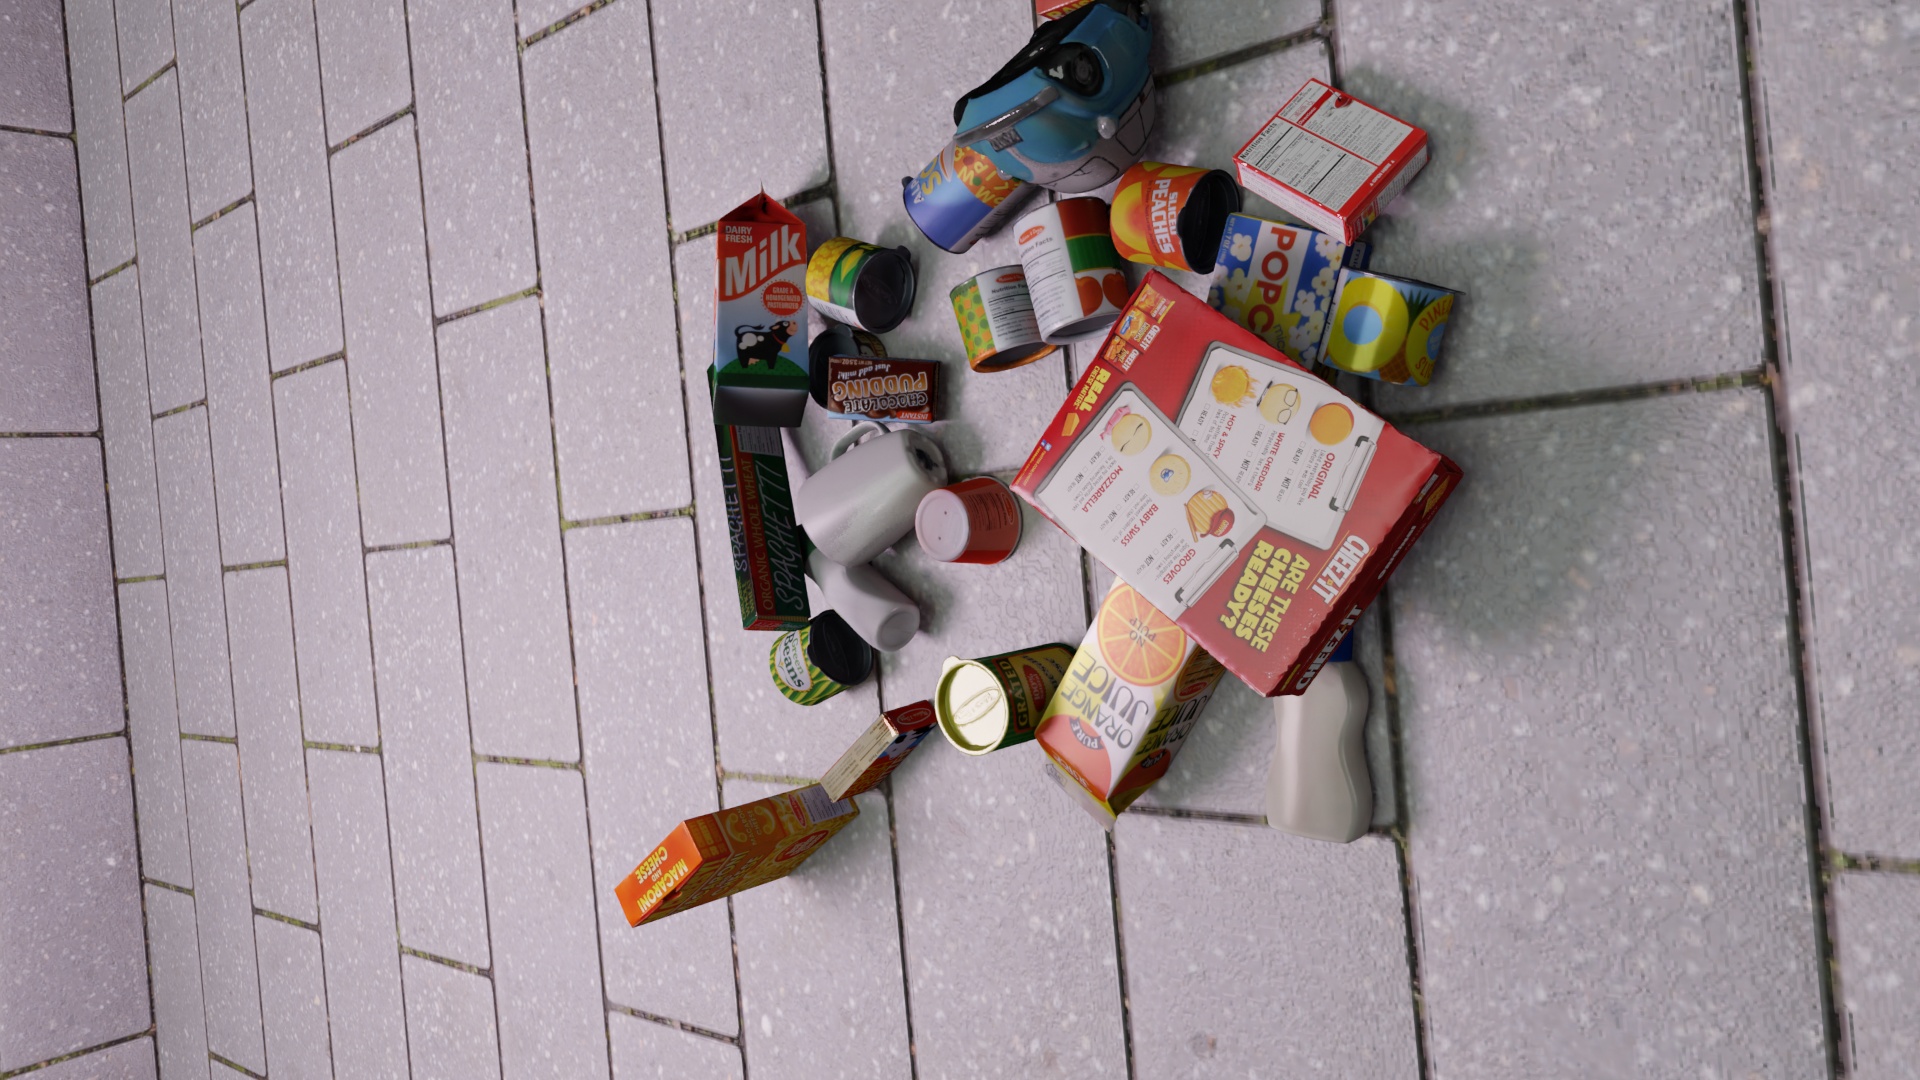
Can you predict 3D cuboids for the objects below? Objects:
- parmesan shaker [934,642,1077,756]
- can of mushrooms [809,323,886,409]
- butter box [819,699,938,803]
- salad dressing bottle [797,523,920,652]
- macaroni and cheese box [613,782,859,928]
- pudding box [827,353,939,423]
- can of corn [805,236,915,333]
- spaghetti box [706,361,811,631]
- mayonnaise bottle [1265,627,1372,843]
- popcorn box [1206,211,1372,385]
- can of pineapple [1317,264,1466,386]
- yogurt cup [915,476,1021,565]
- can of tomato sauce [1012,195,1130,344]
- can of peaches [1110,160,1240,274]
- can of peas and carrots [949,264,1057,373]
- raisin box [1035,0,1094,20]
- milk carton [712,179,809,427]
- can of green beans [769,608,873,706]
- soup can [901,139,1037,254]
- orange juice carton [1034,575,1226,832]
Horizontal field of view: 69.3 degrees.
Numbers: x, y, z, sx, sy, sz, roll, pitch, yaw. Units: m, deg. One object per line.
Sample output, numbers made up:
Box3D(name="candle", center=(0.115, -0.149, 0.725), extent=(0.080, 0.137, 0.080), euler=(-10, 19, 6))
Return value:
Box3D(name="parmesan shaker", center=(0.039, 0.107, 0.983), extent=(0.071, 0.103, 0.071), euler=(5, 97, 41))
Box3D(name="can of mushrooms", center=(-0.091, -0.140, 1.124), extent=(0.071, 0.033, 0.071), euler=(4, 96, 42))
Box3D(name="butter box", center=(-0.065, 0.169, 1.113), extent=(0.103, 0.053, 0.024), euler=(-49, 66, 33))
Box3D(name="salad dressing bottle", center=(-0.091, 0.034, 1.123), extent=(0.148, 0.064, 0.044), euler=(39, 106, 42))
Box3D(name="macaroni and cheese box", center=(-0.183, 0.256, 1.146), extent=(0.123, 0.167, 0.040), euler=(-45, 66, 35))
Box3D(name="pudding box", center=(-0.060, -0.117, 1.075), extent=(0.084, 0.030, 0.049), euler=(5, 100, 7))
Box3D(name="can of corn", center=(-0.077, -0.203, 1.086), extent=(0.058, 0.071, 0.071), euler=(23, 109, 38))
Box3D(name="spaghetti box", center=(-0.169, -0.041, 1.150), extent=(0.028, 0.050, 0.251), euler=(-40, 54, 46))
Box3D(name="mayonnaise bottle", center=(0.224, 0.109, 0.863), extent=(0.065, 0.041, 0.148), euler=(5, 95, 40))
Box3D(name="popcorn box", center=(0.196, -0.134, 0.869), extent=(0.085, 0.038, 0.126), euler=(23, 108, 36))
Box3D(name="can of pineapple", center=(0.248, -0.124, 0.806), extent=(0.071, 0.071, 0.057), euler=(24, 110, 37))
Box3D(name="yogurt cup", center=(0.004, -0.013, 1.037), extent=(0.072, 0.054, 0.072), euler=(5, 97, 40))
Box3D(name="can of tomato sauce", center=(0.079, -0.184, 0.952), extent=(0.071, 0.071, 0.083), euler=(-20, 81, 41))
Box3D(name="can of peaches", center=(0.137, -0.209, 0.894), extent=(0.058, 0.071, 0.071), euler=(21, 107, 39))
Box3D(name="can of peas and carrots", center=(0.031, -0.157, 0.996), extent=(0.070, 0.071, 0.059), euler=(-23, 79, 40))
Box3D(name="raisin box", center=(0.107, -0.405, 0.926), extent=(0.123, 0.040, 0.086), euler=(-3, 92, 40))
Box3D(name="milk carton", center=(-0.162, -0.193, 1.122), extent=(0.072, 0.073, 0.191), euler=(119, 150, -65))
Box3D(name="can of green beans", center=(-0.115, 0.097, 1.141), extent=(0.057, 0.071, 0.071), euler=(-30, 74, 39))
Box3D(name="soup can", center=(0.007, -0.260, 1.004), extent=(0.083, 0.071, 0.071), euler=(-37, 70, 36))
Box3D(name="orange juice carton", center=(0.116, 0.104, 0.935), extent=(0.072, 0.073, 0.191), euler=(40, 118, 30))
